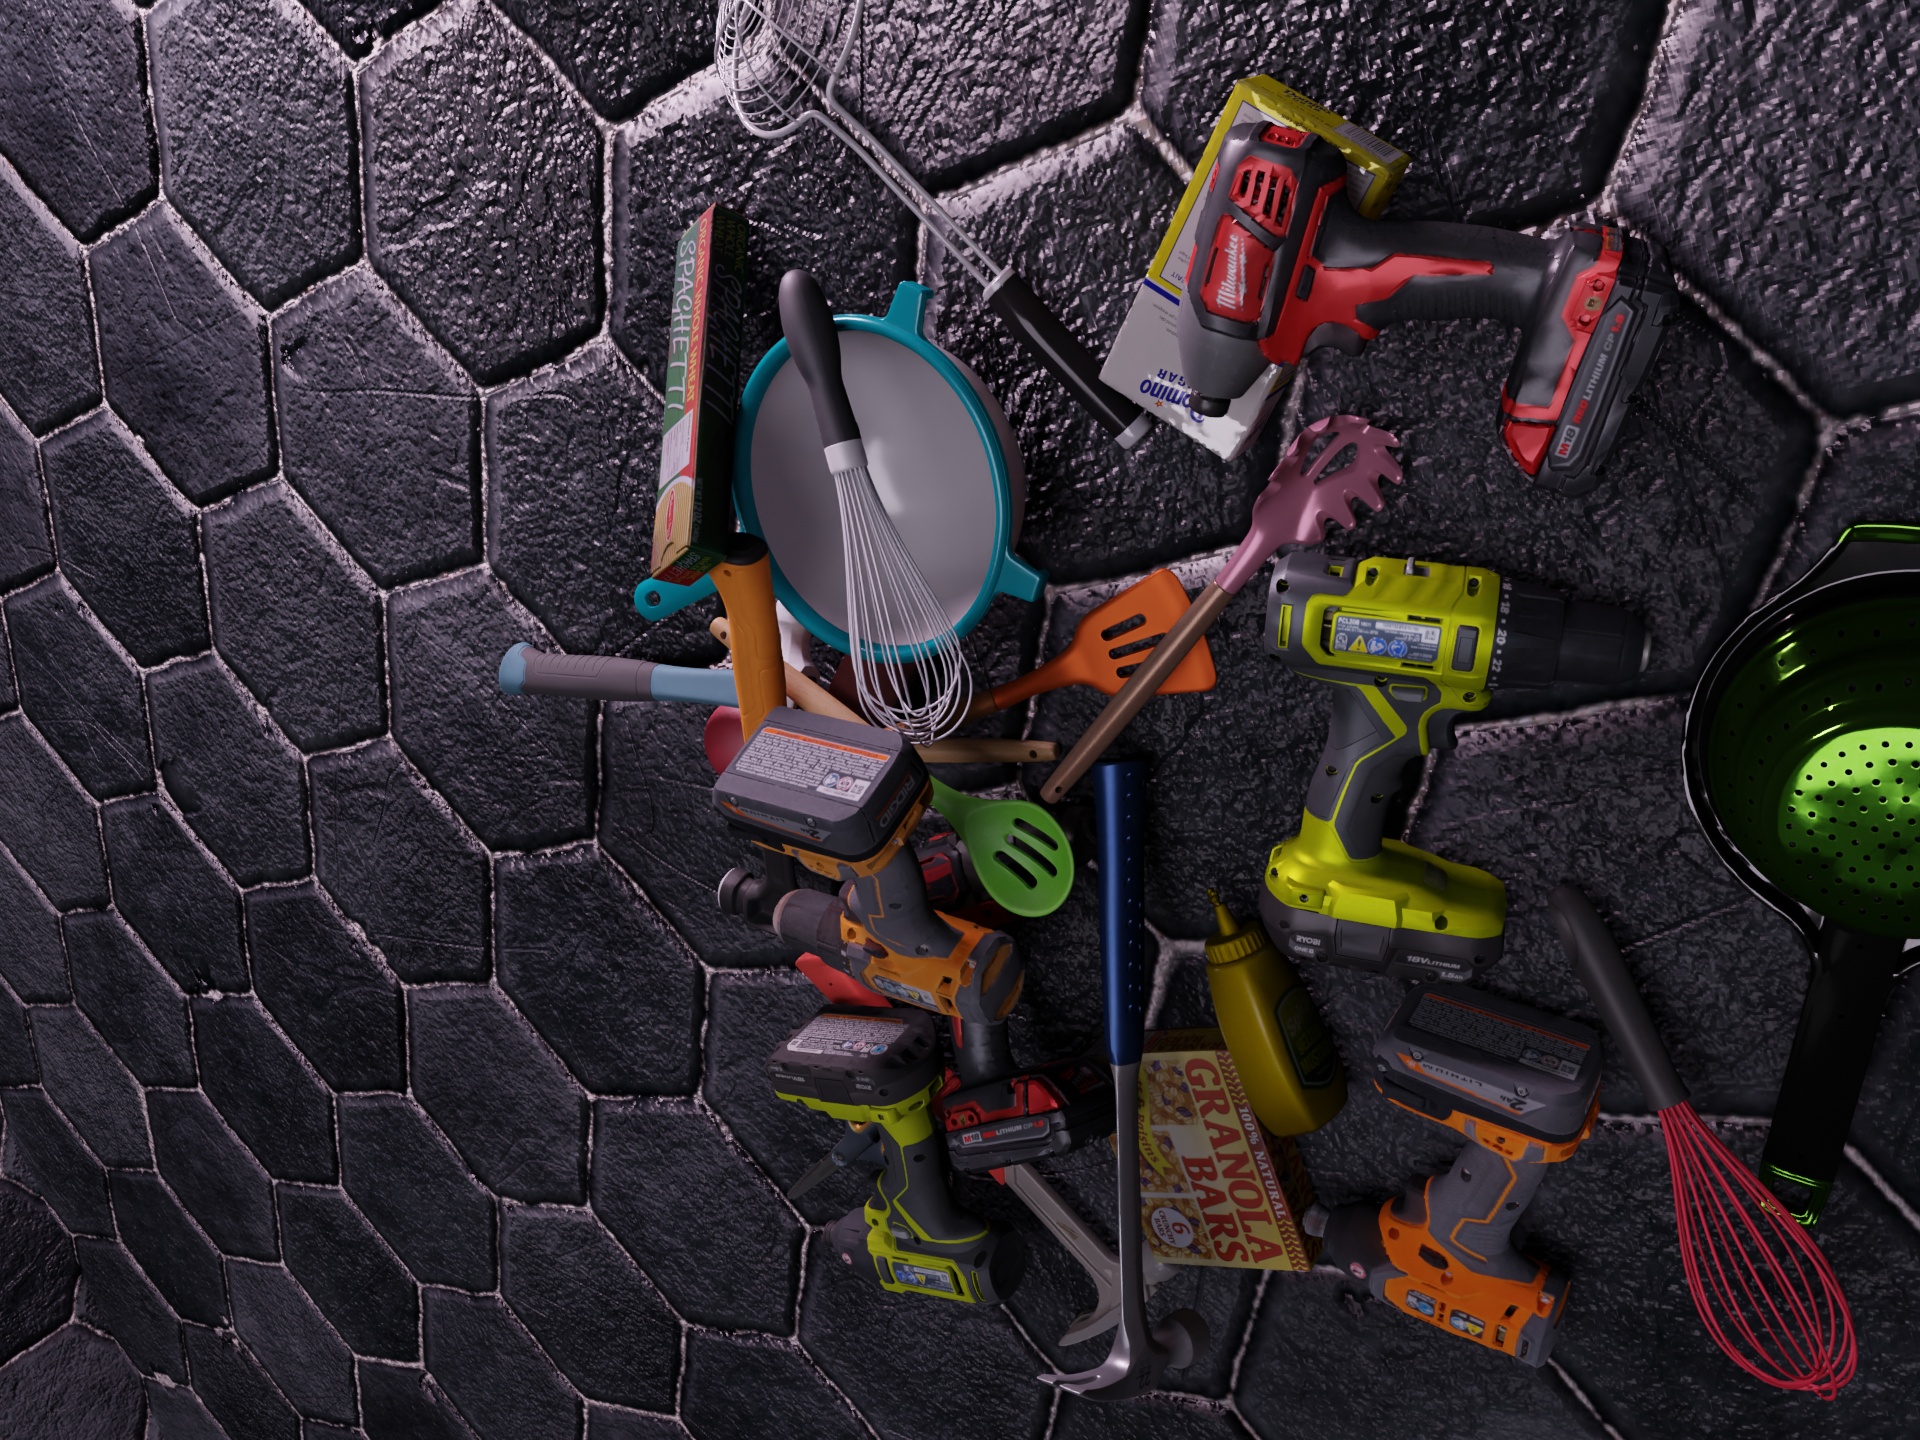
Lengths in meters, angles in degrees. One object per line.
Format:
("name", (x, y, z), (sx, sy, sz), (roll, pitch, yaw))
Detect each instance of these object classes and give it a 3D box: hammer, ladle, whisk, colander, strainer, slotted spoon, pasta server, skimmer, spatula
("hammer", (0.102, 0.227, 1.007), (0.035, 0.144, 0.405), (0, 93, 43))
("ladle", (-0.068, 0.021, 1.132), (0.315, 0.031, 0.069), (0, 108, 33))
("hammer", (0.004, 0.309, 1.207), (0.359, 0.037, 0.149), (46, 129, 8))
("whisk", (0.393, 0.225, 0.862), (0.073, 0.073, 0.296), (-33, 77, 40))
("hammer", (-0.123, 0.025, 1.067), (0.127, 0.034, 0.336), (18, 133, 24))
("colander", (0.439, 0.108, 0.773), (0.205, 0.094, 0.396), (15, 118, 29))
("strainer", (-0.080, -0.132, 1.026), (0.340, 0.095, 0.211), (-19, 96, 41))
("slotted spoon", (-0.049, 0.021, 1.047), (0.314, 0.031, 0.070), (36, 110, 18))
("hammer", (-0.237, -0.031, 1.206), (0.331, 0.033, 0.128), (5, 92, 37))
("pasta server", (0.137, -0.055, 0.921), (0.060, 0.040, 0.316), (29, 122, -15))
("whisk", (-0.057, -0.121, 0.919), (0.070, 0.070, 0.284), (-13, 94, 38))
("skimmer", (-0.008, -0.309, 0.936), (0.363, 0.090, 0.127), (46, 127, -5))
("spatula", (-0.002, -0.003, 1.003), (0.322, 0.041, 0.081), (-22, 99, 8))

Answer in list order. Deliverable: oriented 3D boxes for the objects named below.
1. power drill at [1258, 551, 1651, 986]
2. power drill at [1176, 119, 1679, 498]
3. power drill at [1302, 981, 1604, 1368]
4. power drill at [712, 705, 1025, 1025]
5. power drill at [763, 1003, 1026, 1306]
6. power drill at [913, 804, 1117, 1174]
("power drill", (0.257, 0.024, 0.867), (0.190, 0.080, 0.228), (9, 115, 15))
("power drill", (0.214, -0.192, 0.770), (0.220, 0.078, 0.143), (20, 122, 10))
("power drill", (0.293, 0.273, 0.963), (0.164, 0.084, 0.226), (16, 123, 29))
("power drill", (-0.072, 0.095, 0.993), (0.185, 0.084, 0.226), (12, 144, 34))
("power drill", (-0.058, 0.328, 1.187), (0.171, 0.080, 0.223), (-3, 113, 35))
("power drill", (0.042, 0.174, 1.069), (0.188, 0.080, 0.227), (-24, 78, 37))
